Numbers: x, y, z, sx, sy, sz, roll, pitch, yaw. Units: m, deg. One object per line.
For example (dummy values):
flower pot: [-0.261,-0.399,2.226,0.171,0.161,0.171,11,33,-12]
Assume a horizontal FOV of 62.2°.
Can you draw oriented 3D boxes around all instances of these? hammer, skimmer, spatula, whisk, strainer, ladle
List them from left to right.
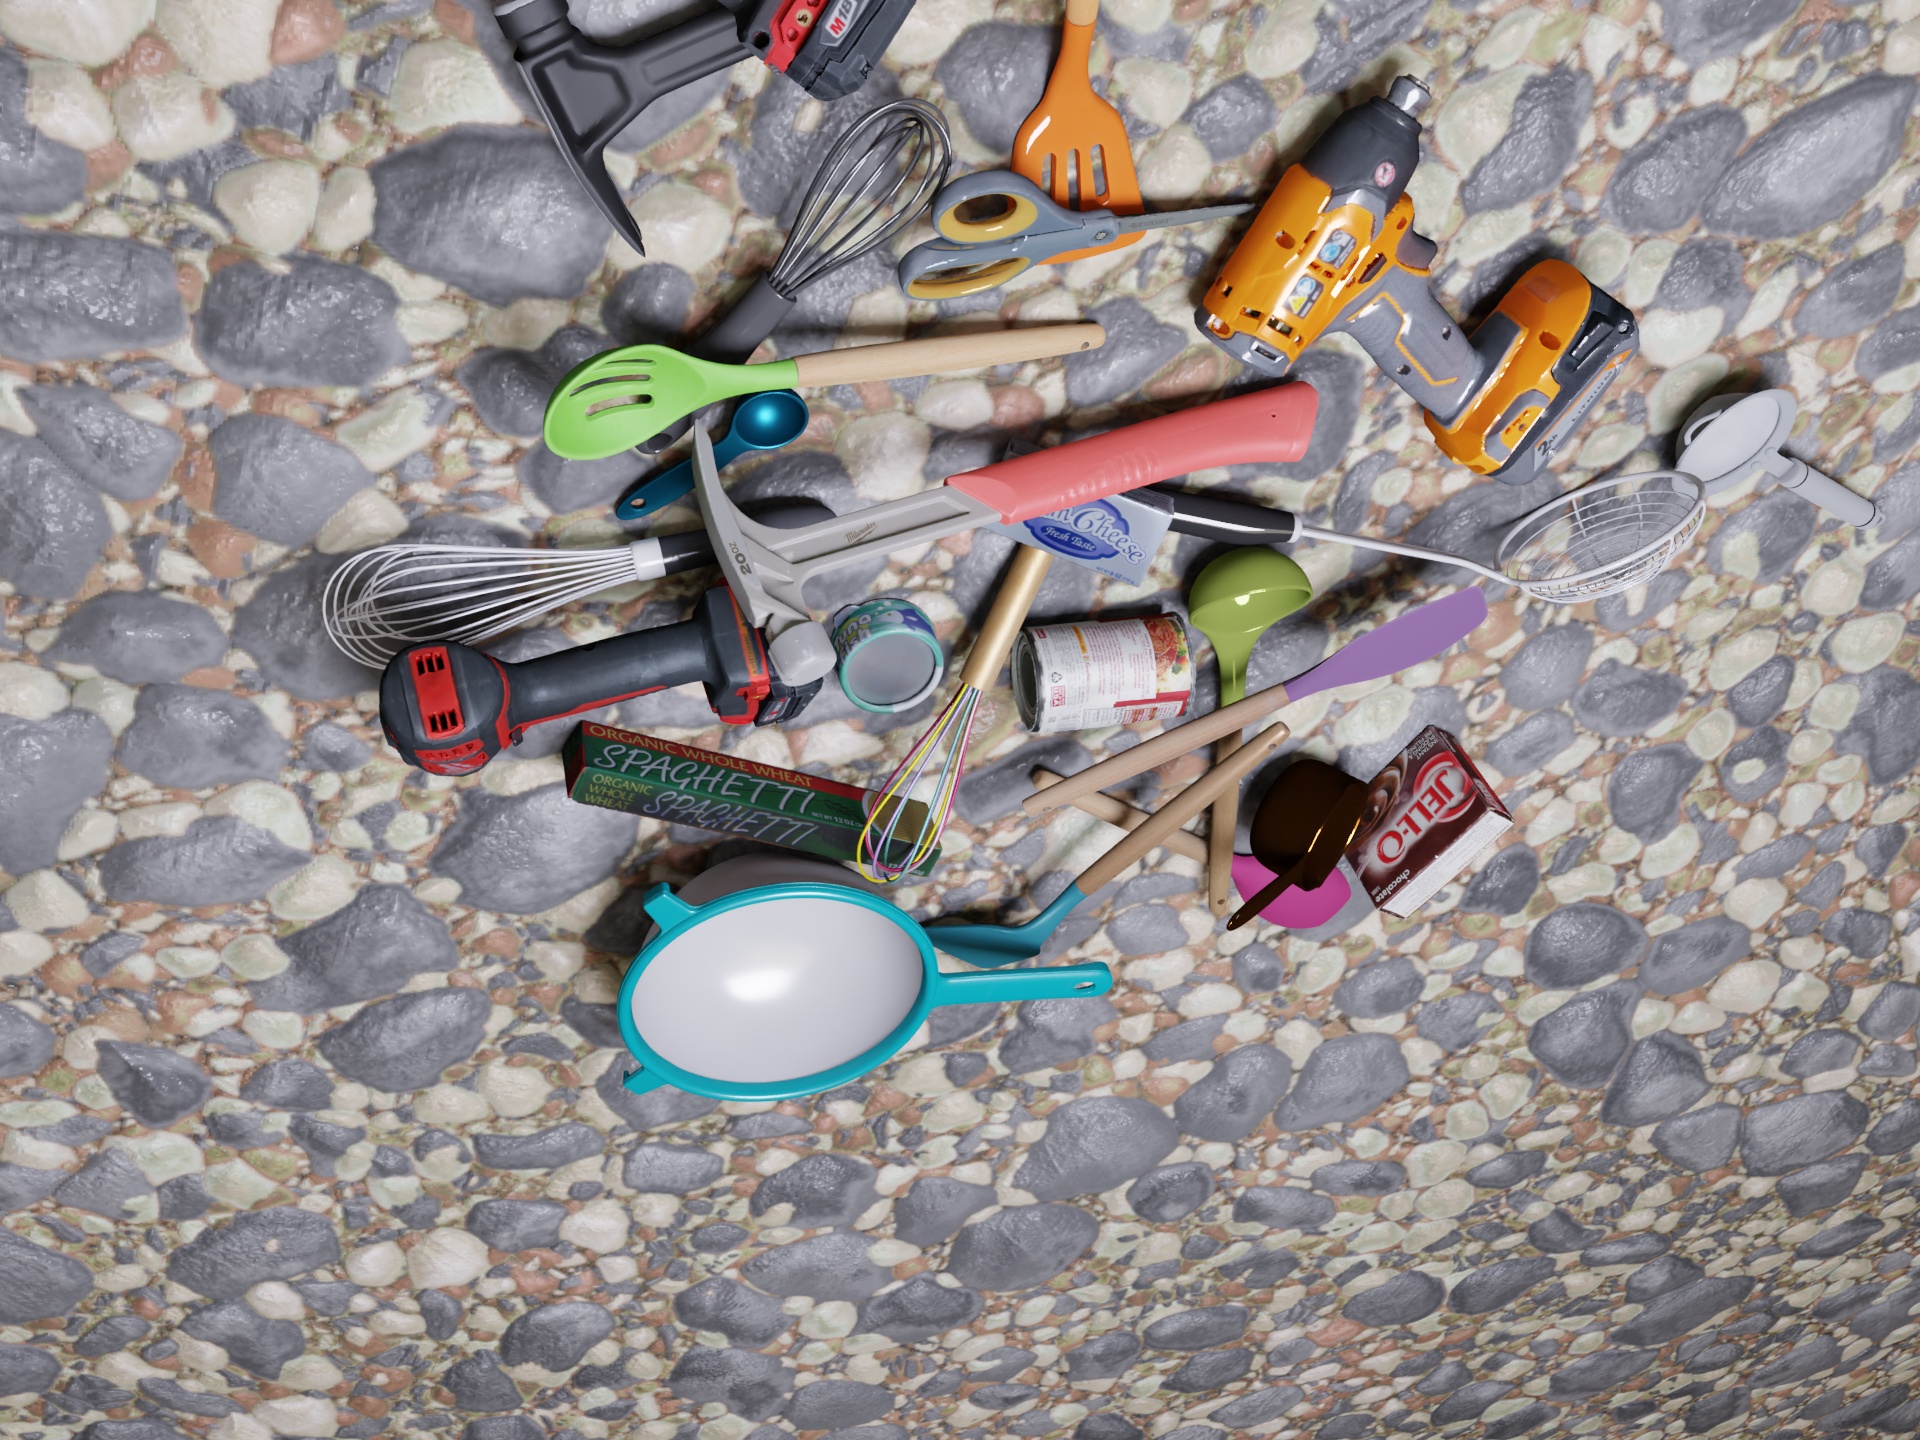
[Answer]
whisk: [-0.206,-0.082,0.884,0.284,0.070,0.070,-13,131,-12]
whisk: [-0.091,-0.220,0.812,0.055,0.055,0.239,31,119,-34]
strainer: [-0.065,0.157,1.091,0.340,0.095,0.210,0,130,-17]
hammer: [-0.035,-0.337,0.736,0.337,0.034,0.127,-23,130,2]
whisk: [-0.003,-0.003,0.982,0.047,0.051,0.245,23,104,-11]
hammer: [0.038,-0.138,0.876,0.359,0.149,0.036,-19,164,-19]
spatula: [0.060,-0.333,0.720,0.081,0.041,0.322,-13,156,-6]
spatula: [0.099,0.092,1.098,0.082,0.044,0.317,32,120,-33]
ladle: [0.185,0.021,1.069,0.078,0.062,0.319,-8,128,-7]
spatula: [0.184,-0.006,1.009,0.316,0.018,0.059,-25,144,11]
skimmer: [0.266,-0.135,0.965,0.363,0.127,0.090,8,109,-9]
strainer: [0.538,-0.165,1.044,0.258,0.050,0.087,15,129,-33]

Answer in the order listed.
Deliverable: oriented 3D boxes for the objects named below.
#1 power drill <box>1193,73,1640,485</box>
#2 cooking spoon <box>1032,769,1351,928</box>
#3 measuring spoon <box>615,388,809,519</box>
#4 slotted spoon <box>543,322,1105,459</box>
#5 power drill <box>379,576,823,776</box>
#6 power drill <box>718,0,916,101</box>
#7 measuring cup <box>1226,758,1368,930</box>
power drill: [0.261,-0.238,0.877,0.226,0.084,0.164,20,118,-25]
cooking spoon: [0.174,0.095,1.162,0.318,0.017,0.068,25,117,-32]
measuring spoon: [-0.140,-0.149,0.874,0.128,0.021,0.042,-28,146,19]
slotted spoon: [-0.063,-0.182,0.825,0.313,0.031,0.070,-13,150,-23]
power drill: [-0.203,-0.018,0.887,0.226,0.080,0.188,-14,174,-16]
power drill: [-0.105,-0.367,0.642,0.219,0.079,0.143,31,105,-19]
measuring cup: [0.215,0.088,1.095,0.173,0.052,0.095,-32,141,-38]
